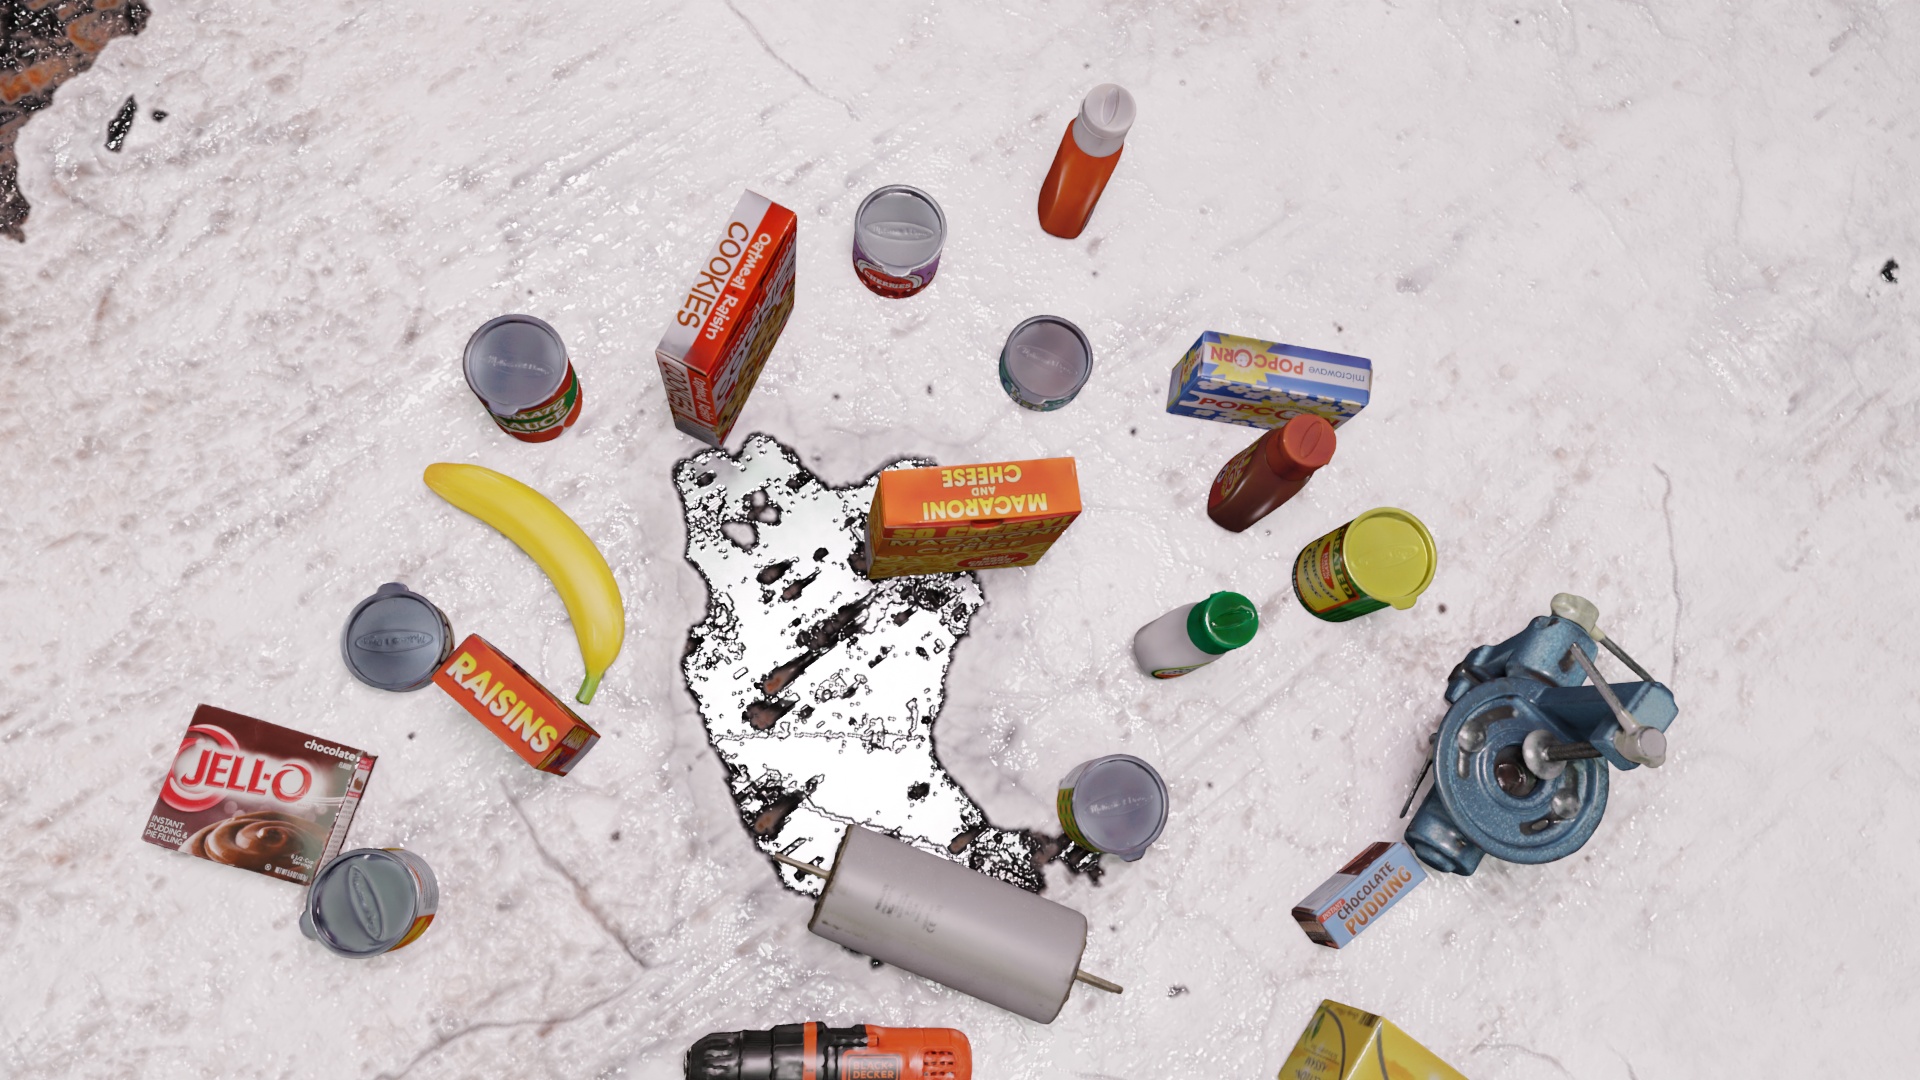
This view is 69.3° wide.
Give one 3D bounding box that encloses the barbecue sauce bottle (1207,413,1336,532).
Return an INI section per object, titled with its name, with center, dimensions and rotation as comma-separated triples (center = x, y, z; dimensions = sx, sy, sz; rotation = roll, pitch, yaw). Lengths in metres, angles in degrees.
[barbecue sauce bottle]
center = 0.217, -0.050, 0.965
dimensions = 0.044, 0.148, 0.065
rotation = 30, 76, 0

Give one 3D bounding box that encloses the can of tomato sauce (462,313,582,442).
[can of tomato sauce]
center = -0.295, -0.106, 0.944
dimensions = 0.071, 0.083, 0.071
rotation = 2, 78, -7

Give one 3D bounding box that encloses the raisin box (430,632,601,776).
[raisin box]
center = -0.277, 0.107, 0.878
dimensions = 0.086, 0.123, 0.040
rotation = 41, 76, 2

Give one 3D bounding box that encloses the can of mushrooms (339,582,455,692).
[can of mushrooms]
center = -0.372, 0.065, 0.921
dimensions = 0.071, 0.033, 0.071
rotation = 2, 78, -7

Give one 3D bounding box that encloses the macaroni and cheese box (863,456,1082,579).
[macaroni and cheese box]
center = 0.003, -0.012, 0.919
dimensions = 0.124, 0.166, 0.040
rotation = -5, 79, -8

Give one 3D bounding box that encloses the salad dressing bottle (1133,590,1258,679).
[salad dressing bottle]
center = 0.158, 0.064, 0.933
dimensions = 0.064, 0.147, 0.044
rotation = -14, 80, -10

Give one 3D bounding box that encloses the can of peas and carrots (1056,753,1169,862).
[can of peas and carrots]
center = 0.103, 0.182, 0.945
dimensions = 0.071, 0.058, 0.071
rotation = 2, 78, -7

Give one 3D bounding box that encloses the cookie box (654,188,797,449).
[cookie box]
center = -0.152, -0.142, 0.927
dimensions = 0.040, 0.167, 0.123
rotation = 25, 76, -2

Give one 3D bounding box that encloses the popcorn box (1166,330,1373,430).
[popcorn box]
center = 0.223, -0.112, 1.013
dimensions = 0.127, 0.085, 0.038
rotation = 9, 77, -5

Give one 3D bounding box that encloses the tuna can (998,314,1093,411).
[tuna can]
center = 0.061, -0.127, 1.022
dimensions = 0.071, 0.032, 0.071
rotation = 2, 78, -7

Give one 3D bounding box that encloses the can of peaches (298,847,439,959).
[can of peaches]
center = -0.370, 0.227, 0.873
dimensions = 0.071, 0.058, 0.071
rotation = 2, 78, -7

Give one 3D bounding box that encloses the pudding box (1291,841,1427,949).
[pudding box]
center = 0.275, 0.243, 0.959
dimensions = 0.084, 0.049, 0.030
rotation = -35, 84, -13

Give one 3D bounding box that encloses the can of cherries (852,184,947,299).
[can of cherries]
center = -0.047, -0.215, 1.014
dimensions = 0.071, 0.058, 0.071
rotation = 2, 78, -7

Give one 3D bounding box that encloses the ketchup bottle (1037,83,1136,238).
[ketchup bottle]
center = 0.090, -0.275, 0.998
dimensions = 0.043, 0.148, 0.065
rotation = 15, 77, -4

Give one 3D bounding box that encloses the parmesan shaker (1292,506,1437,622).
[parmesan shaker]
center = 0.283, 0.022, 0.982
dimensions = 0.071, 0.103, 0.071
rotation = 2, 78, -7
